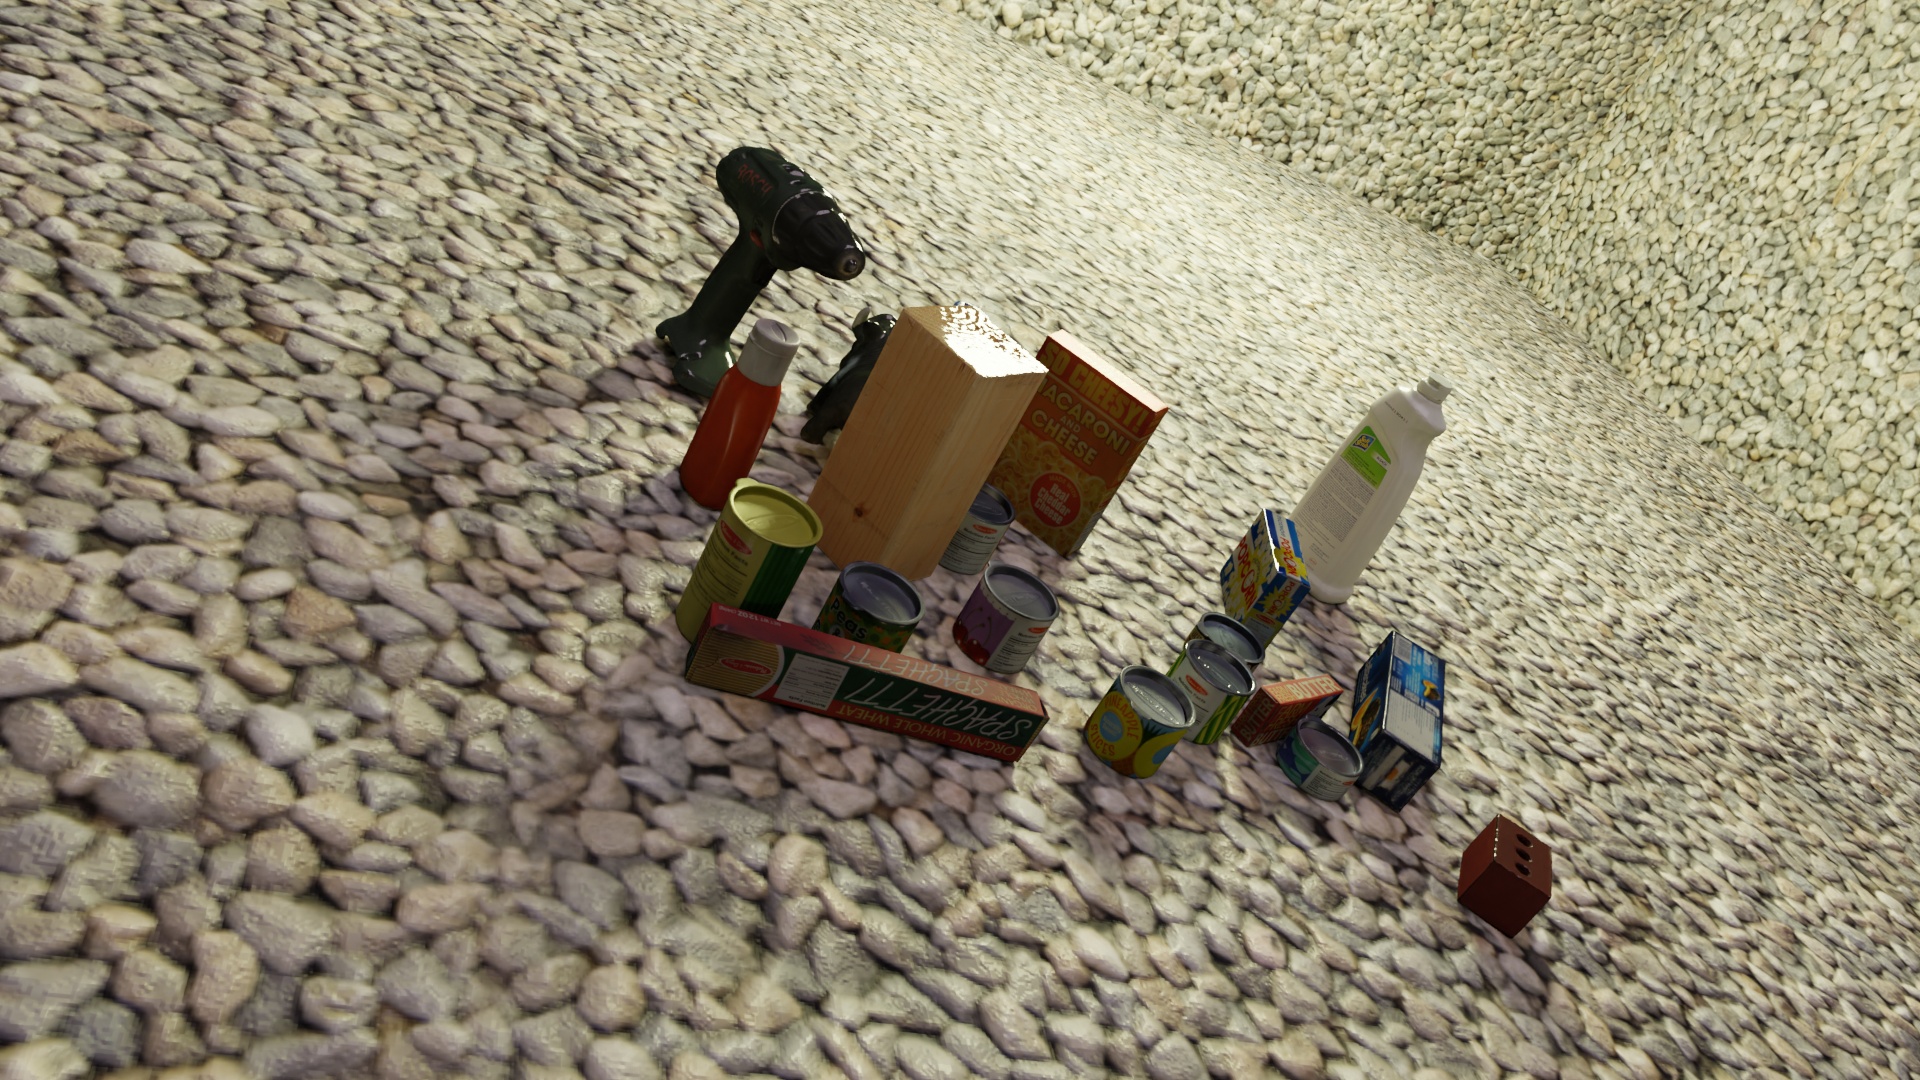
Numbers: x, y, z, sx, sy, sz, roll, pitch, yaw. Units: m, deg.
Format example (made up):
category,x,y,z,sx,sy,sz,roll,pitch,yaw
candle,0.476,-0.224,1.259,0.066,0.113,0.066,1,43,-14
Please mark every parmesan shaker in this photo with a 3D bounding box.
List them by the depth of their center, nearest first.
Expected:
category,x,y,z,sx,sy,sz,roll,pitch,yaw
parmesan shaker,-0.145,0.019,0.934,0.071,0.102,0.071,23,29,-14

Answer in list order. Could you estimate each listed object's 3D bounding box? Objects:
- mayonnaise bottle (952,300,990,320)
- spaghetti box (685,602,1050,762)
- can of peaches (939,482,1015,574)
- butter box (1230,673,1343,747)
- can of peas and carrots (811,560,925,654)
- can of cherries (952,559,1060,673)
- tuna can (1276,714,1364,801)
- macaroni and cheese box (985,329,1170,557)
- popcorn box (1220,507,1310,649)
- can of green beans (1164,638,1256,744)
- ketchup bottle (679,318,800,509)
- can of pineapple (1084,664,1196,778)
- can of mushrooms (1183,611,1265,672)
category,x,y,z,sx,sy,sz,roll,pitch,yaw
mayonnaise bottle,-0.022,-0.148,1.266,0.041,0.147,0.065,5,38,-39
spaghetti box,-0.060,0.100,0.941,0.250,0.050,0.029,17,31,-22
can of peaches,0.004,-0.015,1.173,0.071,0.057,0.071,23,29,-14
butter box,0.278,0.144,1.179,0.104,0.053,0.024,-2,42,-45
can of peas and carrots,-0.068,0.058,0.989,0.071,0.058,0.071,23,29,-14
can of cherries,0.034,0.059,1.083,0.071,0.058,0.072,23,29,-14
tuna can,0.299,0.181,1.160,0.071,0.032,0.071,23,29,-13
macaroni and cheese box,0.094,-0.088,1.259,0.124,0.165,0.040,38,29,14
popcorn box,0.289,0.036,1.326,0.038,0.084,0.127,26,29,-9
can of green beans,0.198,0.123,1.132,0.071,0.057,0.071,23,29,-14
ketchup bottle,-0.167,-0.097,1.052,0.043,0.148,0.065,9,35,-34
can of pineapple,0.134,0.137,1.051,0.071,0.057,0.071,23,29,-14
can of mushrooms,0.232,0.096,1.232,0.071,0.033,0.071,23,29,-13
